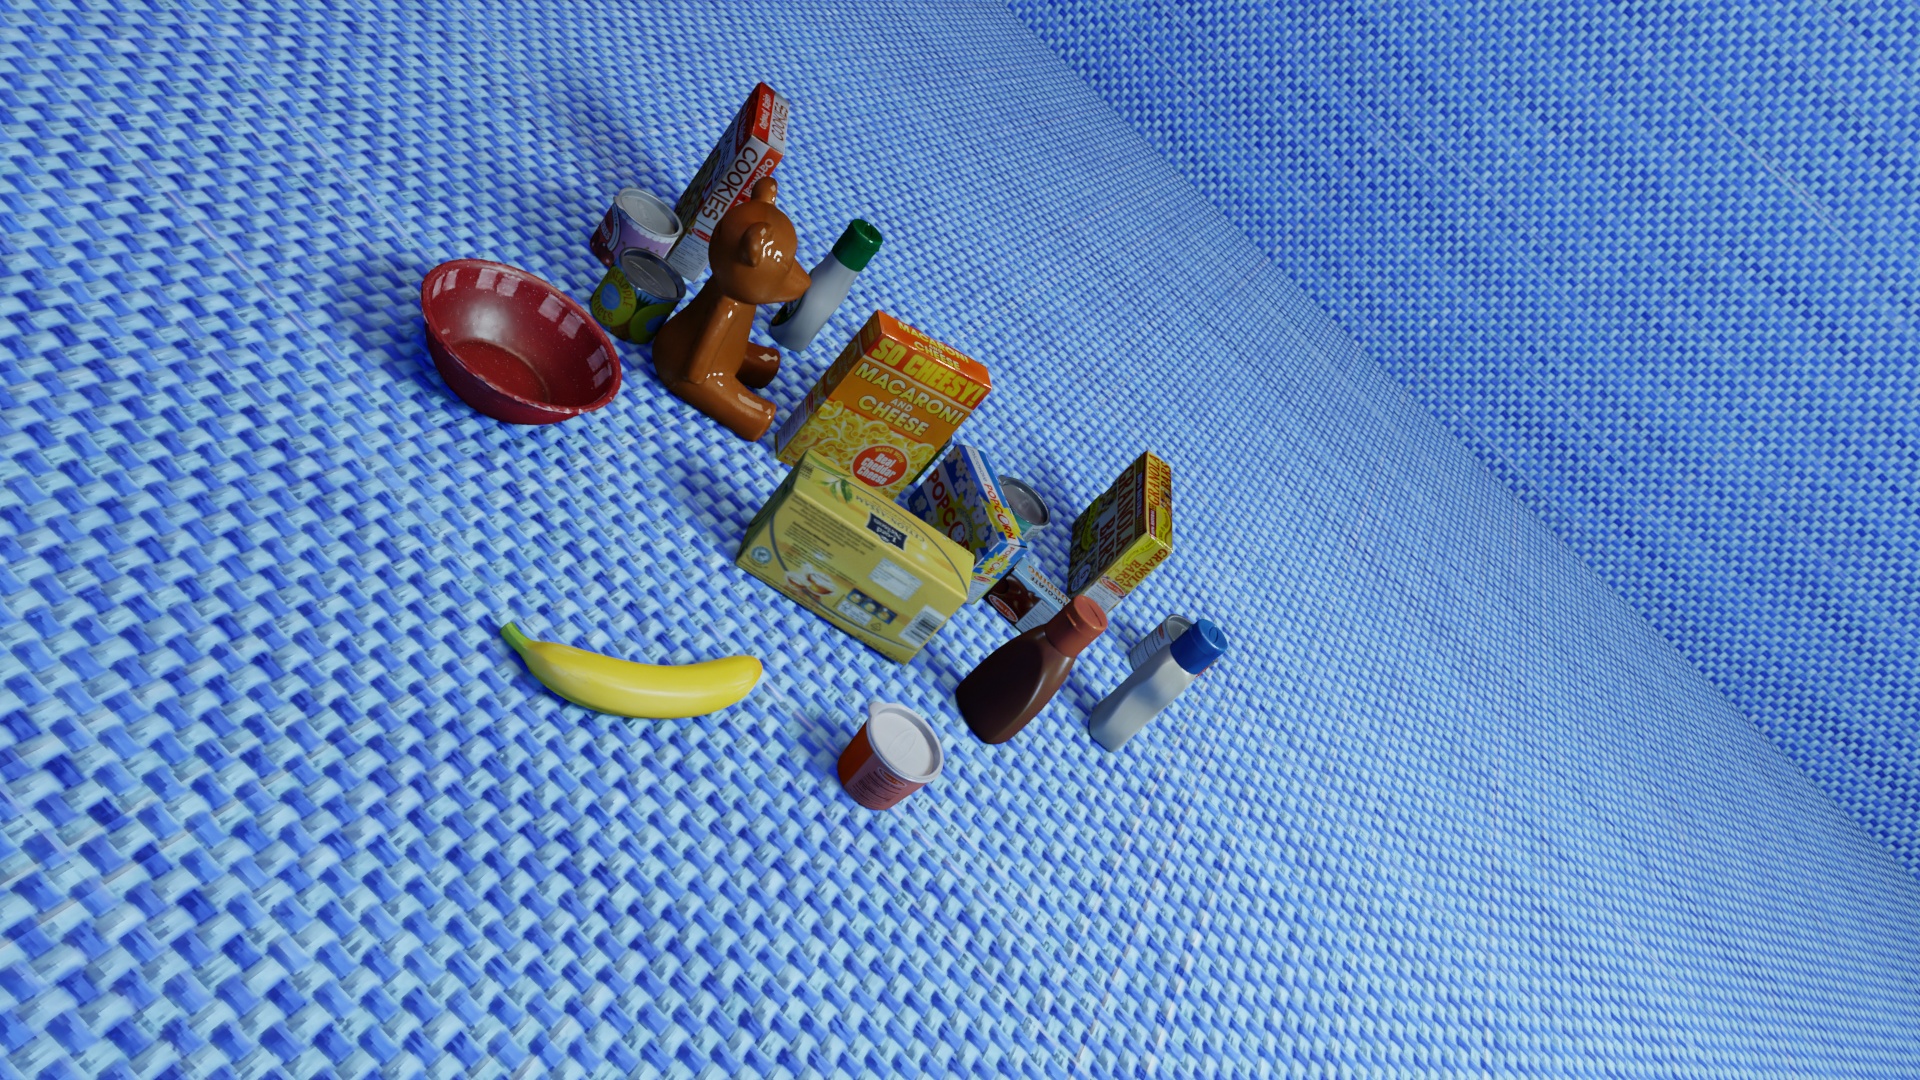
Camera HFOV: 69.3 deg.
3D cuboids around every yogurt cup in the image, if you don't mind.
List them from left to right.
[{"bbox_3d":[-0.054,0.163,1.026,0.072,0.053,0.073,31,32,-21],"label":"yogurt cup"}]

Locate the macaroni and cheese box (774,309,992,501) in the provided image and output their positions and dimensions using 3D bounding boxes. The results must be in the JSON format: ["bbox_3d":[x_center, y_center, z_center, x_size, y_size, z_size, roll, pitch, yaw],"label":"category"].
[{"bbox_3d":[-0.071,-0.116,1.250,0.123,0.165,0.040,24,35,-31],"label":"macaroni and cheese box"}]

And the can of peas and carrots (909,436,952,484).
[{"bbox_3d":[-0.053,-0.097,1.357,0.071,0.058,0.071,31,32,-21],"label":"can of peas and carrots"}]

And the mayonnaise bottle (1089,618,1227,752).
[{"bbox_3d":[0.179,0.129,1.256,0.041,0.147,0.065,41,29,-4],"label":"mayonnaise bottle"}]

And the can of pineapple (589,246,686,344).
[{"bbox_3d":[-0.287,-0.216,1.227,0.071,0.057,0.071,31,32,-21],"label":"can of pineapple"}]

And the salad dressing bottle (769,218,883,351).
[{"bbox_3d":[-0.132,-0.252,1.370,0.044,0.147,0.064,32,31,-20],"label":"salad dressing bottle"}]

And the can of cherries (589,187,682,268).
[{"bbox_3d":[-0.305,-0.286,1.294,0.071,0.058,0.072,31,32,-21],"label":"can of cherries"}]

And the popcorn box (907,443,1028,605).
[{"bbox_3d":[0.005,-0.016,1.296,0.038,0.085,0.127,15,40,-40],"label":"popcorn box"}]

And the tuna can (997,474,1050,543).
[{"bbox_3d":[0.056,-0.032,1.431,0.071,0.032,0.071,31,32,-21],"label":"tuna can"}]

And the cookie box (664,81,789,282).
[{"bbox_3d":[-0.230,-0.352,1.360,0.040,0.166,0.123,28,33,-25],"label":"cookie box"}]

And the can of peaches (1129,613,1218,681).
[{"bbox_3d":[0.216,0.119,1.405,0.071,0.057,0.071,31,32,-21],"label":"can of peaches"}]

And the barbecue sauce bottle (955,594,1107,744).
[{"bbox_3d":[0.060,0.103,1.145,0.044,0.148,0.065,2,50,-50],"label":"barbecue sauce bottle"}]

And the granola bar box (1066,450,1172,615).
[{"bbox_3d":[0.164,-0.005,1.435,0.039,0.123,0.166,35,30,-15],"label":"granola bar box"}]

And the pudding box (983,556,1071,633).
[{"bbox_3d":[0.070,0.061,1.311,0.083,0.049,0.030,42,29,-3],"label":"pudding box"}]
